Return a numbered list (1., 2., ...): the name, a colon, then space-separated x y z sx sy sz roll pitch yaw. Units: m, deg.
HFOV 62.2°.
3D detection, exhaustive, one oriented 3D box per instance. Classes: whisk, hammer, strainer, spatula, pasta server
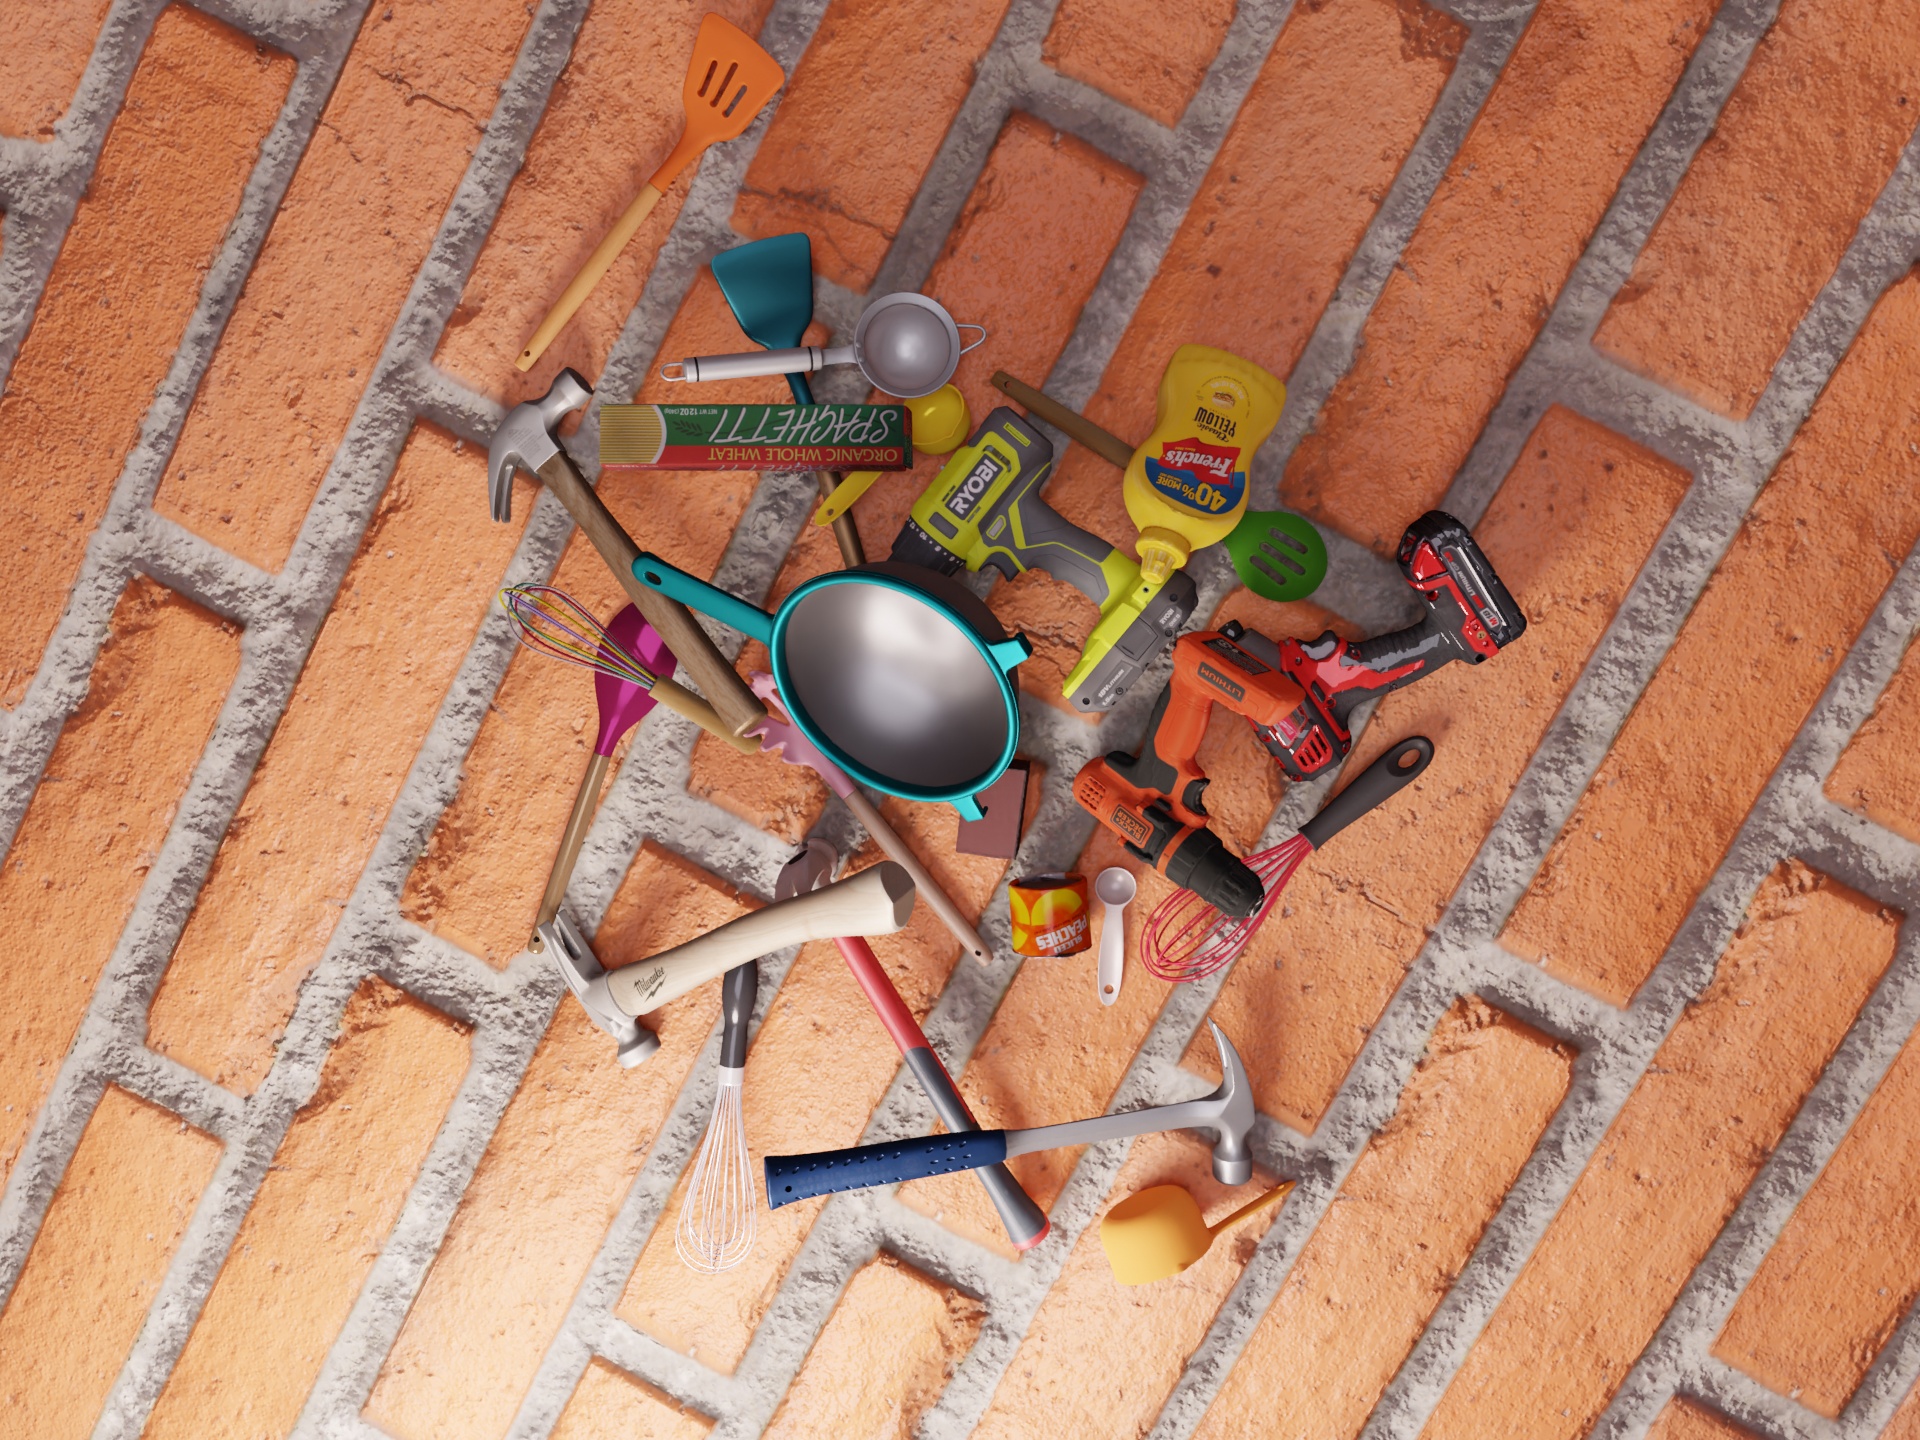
1. whisk: 0.267 0.110 1.294 0.296 0.073 0.073 -39 92 2
2. whisk: -0.273 -0.042 1.317 0.245 0.051 0.047 32 120 -12
3. hammer: -0.271 -0.123 1.302 0.130 0.031 0.331 -39 83 11
4. strainer: -0.108 -0.288 1.256 0.258 0.050 0.087 -9 87 -15
5. strainer: -0.092 -0.073 1.246 0.340 0.095 0.210 26 135 12
6. hammer: -0.036 0.278 1.307 0.038 0.143 0.386 -30 98 7
7. spatula: -0.264 -0.413 1.284 0.081 0.041 0.322 40 99 -1
8. pasta server: -0.077 0.084 1.329 0.060 0.040 0.316 -38 93 15
9. spatula: -0.117 -0.229 1.291 0.082 0.044 0.317 -19 97 -12
10. hammer: -0.186 0.169 1.236 0.410 0.038 0.146 -26 98 42
11. hammer: 0.045 0.334 1.282 0.405 0.035 0.144 -6 105 -12
12. whisk: -0.200 0.334 1.362 0.070 0.070 0.284 6 92 4

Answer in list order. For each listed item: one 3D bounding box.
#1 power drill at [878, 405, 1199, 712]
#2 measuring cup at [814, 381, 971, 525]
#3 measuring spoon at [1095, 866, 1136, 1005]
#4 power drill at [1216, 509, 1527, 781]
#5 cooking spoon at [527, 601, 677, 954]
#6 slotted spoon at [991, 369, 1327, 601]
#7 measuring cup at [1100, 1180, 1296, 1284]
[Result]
1. power drill: 0.056 -0.111 1.275 0.228 0.080 0.190 40 102 2
2. measuring cup: -0.055 -0.208 1.285 0.156 0.029 0.062 -43 60 6
3. measuring spoon: 0.127 0.180 1.337 0.034 0.018 0.124 4 104 4
4. power drill: 0.316 -0.064 1.256 0.219 0.078 0.143 -35 99 12
5. cooking spoon: -0.313 0.052 1.354 0.069 0.017 0.319 21 97 2
6. slotted spoon: 0.159 -0.194 1.281 0.314 0.031 0.070 33 101 2
7. measuring cup: 0.197 0.407 1.331 0.173 0.095 0.052 -25 89 -11
